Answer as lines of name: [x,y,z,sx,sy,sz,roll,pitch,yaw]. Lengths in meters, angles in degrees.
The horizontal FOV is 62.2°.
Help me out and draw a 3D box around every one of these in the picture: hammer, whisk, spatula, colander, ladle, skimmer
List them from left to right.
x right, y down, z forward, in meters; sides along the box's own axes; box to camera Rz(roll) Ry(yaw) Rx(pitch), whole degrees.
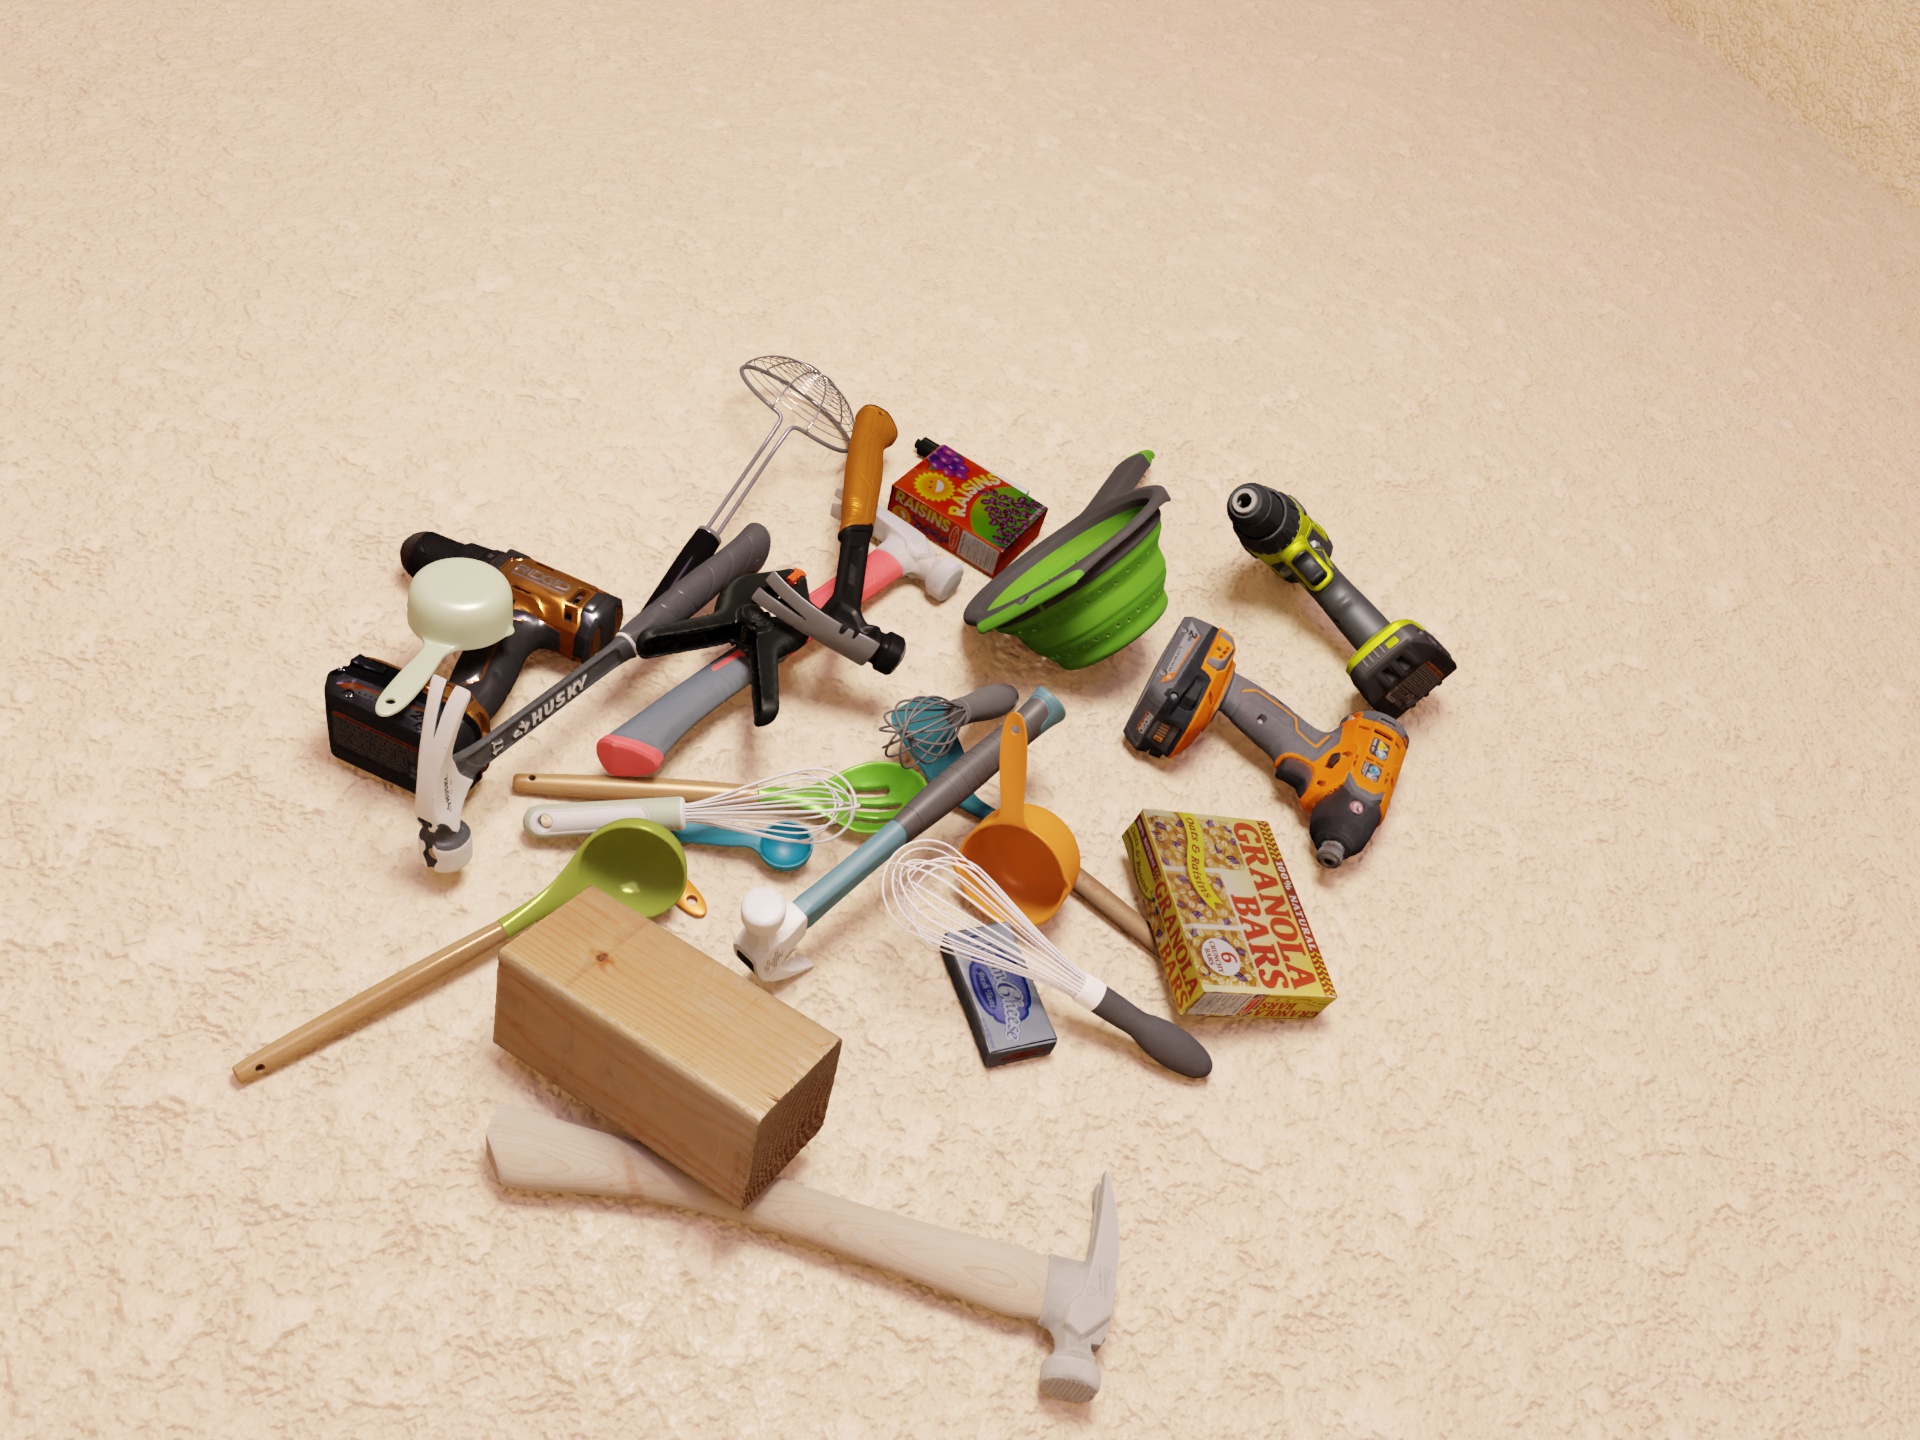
ladle: [-0.328,0.158,1.072,0.320,0.078,0.062,-29,28,-29]
hammer: [-0.266,-0.054,1.213,0.036,0.149,0.409,24,41,16]
whisk: [-0.197,0.068,1.171,0.246,0.059,0.058,-3,93,-5]
skimmer: [-0.204,-0.195,1.421,0.127,0.090,0.363,35,58,-13]
hammer: [-0.163,-0.075,1.314,0.143,0.038,0.386,36,47,16]
hammer: [-0.099,0.309,1.022,0.410,0.038,0.146,17,47,-2]
hammer: [-0.095,-0.178,1.366,0.127,0.034,0.337,29,37,-21]
hammer: [-0.036,0.074,1.161,0.033,0.128,0.331,41,58,17]
whisk: [-0.001,-0.003,1.251,0.055,0.055,0.239,35,20,14]
spatula: [0.071,0.097,1.245,0.318,0.044,0.082,38,26,14]
whisk: [0.066,0.176,1.138,0.284,0.070,0.070,34,48,-9]
colander: [0.137,-0.146,1.437,0.094,0.204,0.397,55,32,-13]

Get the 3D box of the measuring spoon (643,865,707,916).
measuring spoon: [-0.226,0.102,1.176,0.021,0.011,0.117,-32,65,-35]

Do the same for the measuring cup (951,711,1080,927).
measuring cup: [0.047,0.067,1.185,0.095,0.173,0.052,9,23,21]

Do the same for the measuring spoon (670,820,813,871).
measuring spoon: [-0.174,0.092,1.201,0.128,0.021,0.042,8,51,2]

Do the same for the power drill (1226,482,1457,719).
power drill: [0.332,-0.117,1.429,0.229,0.080,0.190,54,16,23]

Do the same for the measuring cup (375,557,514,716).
measuring cup: [-0.378,-0.063,1.144,0.083,0.038,0.168,16,37,1]

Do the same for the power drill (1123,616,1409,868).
power drill: [0.258,0.023,1.340,0.226,0.084,0.164,29,49,3]

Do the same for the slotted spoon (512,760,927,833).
slotted spoon: [-0.181,0.055,1.220,0.313,0.031,0.070,3,49,-11]

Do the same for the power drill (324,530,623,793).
power drill: [-0.393,-0.056,1.221,0.185,0.084,0.226,24,44,7]
